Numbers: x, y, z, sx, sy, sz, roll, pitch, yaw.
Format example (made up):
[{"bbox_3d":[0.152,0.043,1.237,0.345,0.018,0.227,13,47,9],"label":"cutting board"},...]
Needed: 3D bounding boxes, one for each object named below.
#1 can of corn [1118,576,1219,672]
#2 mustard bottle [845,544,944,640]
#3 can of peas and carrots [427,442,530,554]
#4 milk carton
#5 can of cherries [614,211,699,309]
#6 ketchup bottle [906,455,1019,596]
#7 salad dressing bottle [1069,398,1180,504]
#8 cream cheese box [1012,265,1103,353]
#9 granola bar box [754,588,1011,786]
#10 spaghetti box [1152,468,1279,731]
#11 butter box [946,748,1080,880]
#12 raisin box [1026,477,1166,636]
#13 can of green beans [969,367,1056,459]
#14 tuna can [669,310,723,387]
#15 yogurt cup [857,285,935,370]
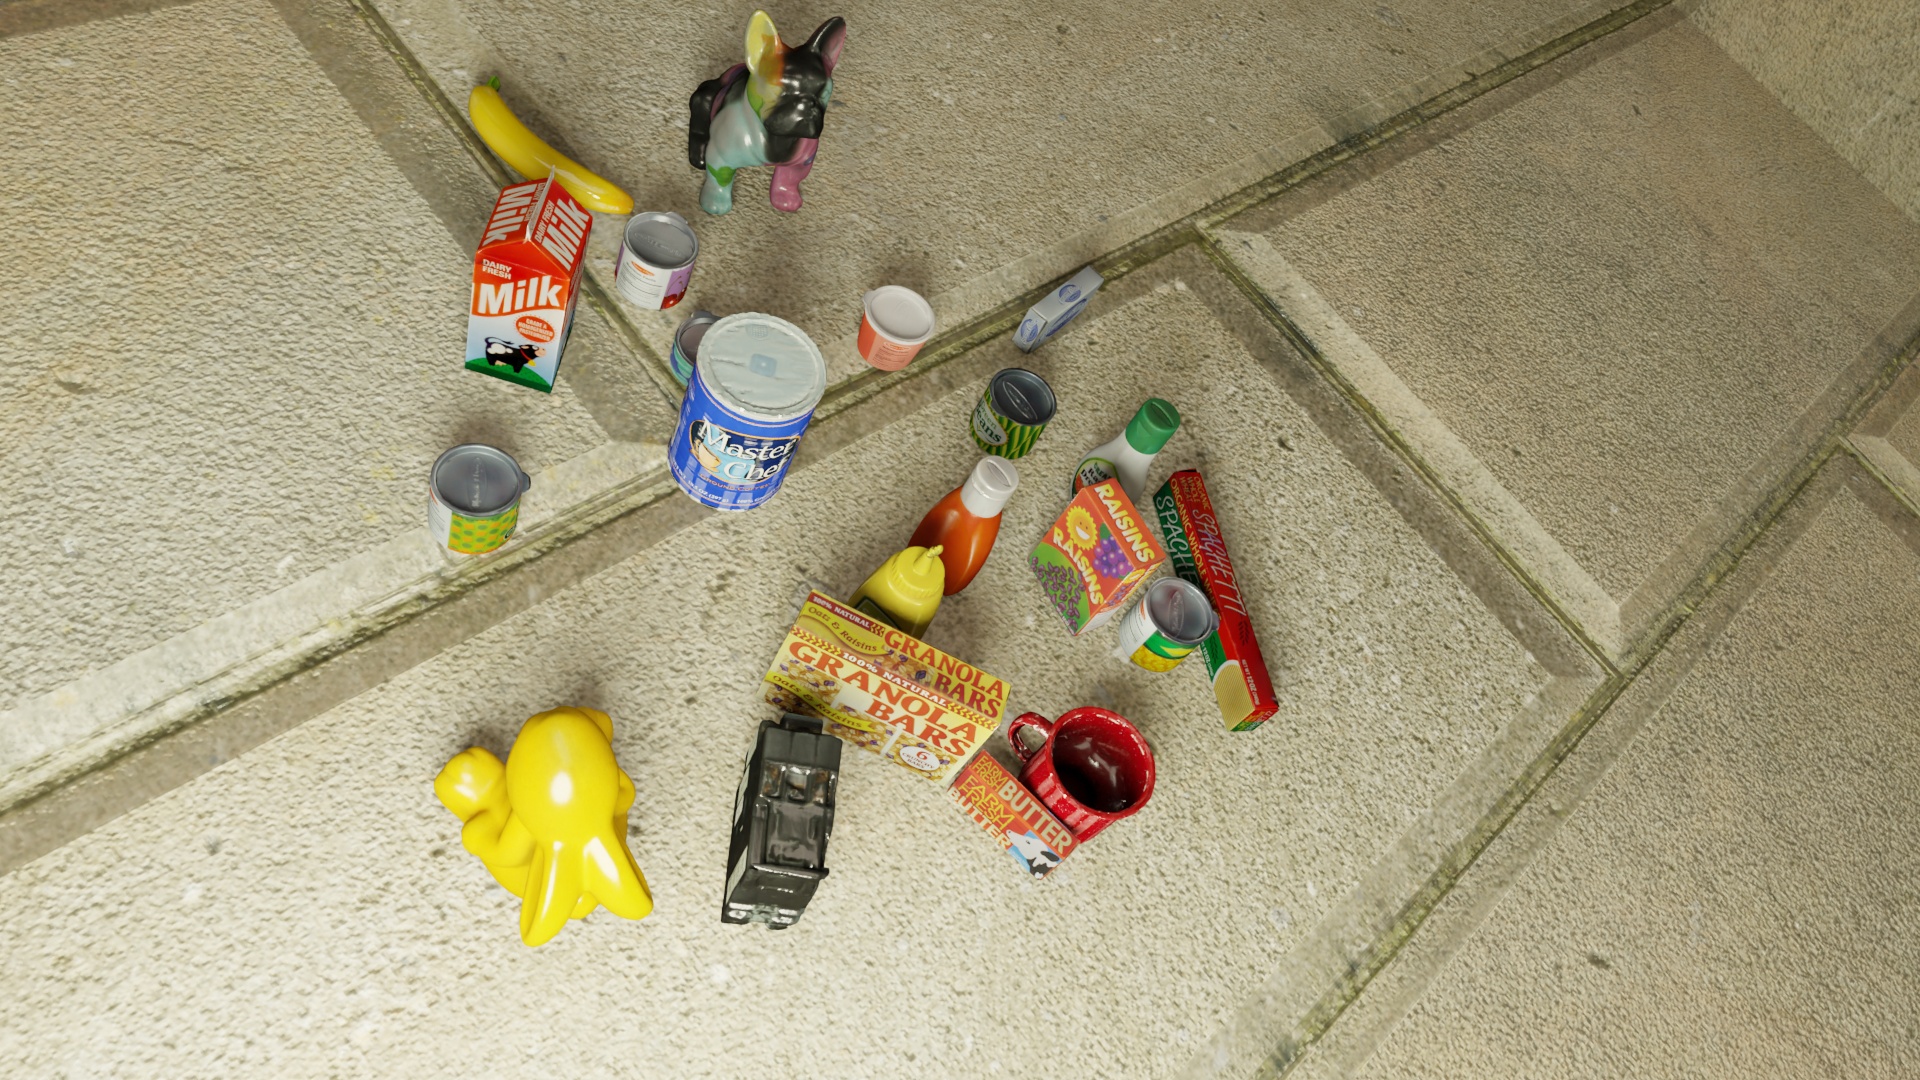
[{"bbox_3d":[0.183,0.076,1.222,0.071,0.058,0.071,11,55,-17],"label":"can of corn"},{"bbox_3d":[-0.048,0.044,1.077,0.065,0.159,0.049,42,52,6],"label":"mustard bottle"},{"bbox_3d":[-0.365,-0.031,1.053,0.071,0.058,0.071,11,55,-17],"label":"can of peas and carrots"},{"bbox_3d":[-0.340,-0.206,1.096,0.073,0.189,0.073,16,54,-14],"label":"milk carton"},{"bbox_3d":[-0.270,-0.250,1.239,0.071,0.058,0.072,11,55,-17],"label":"can of cherries"},{"bbox_3d":[0.004,-0.014,1.146,0.044,0.148,0.065,-30,74,-35],"label":"ketchup bottle"},{"bbox_3d":[0.148,-0.072,1.247,0.044,0.147,0.064,-29,74,-35],"label":"salad dressing bottle"},{"bbox_3d":[0.098,-0.231,1.390,0.024,0.053,0.104,43,52,7],"label":"cream cheese box"},{"bbox_3d":[-0.060,0.113,1.049,0.165,0.123,0.039,26,52,-6],"label":"granola bar box"},{"bbox_3d":[0.229,0.050,1.264,0.029,0.050,0.251,0,59,-24],"label":"spaghetti box"},{"bbox_3d":[0.039,0.212,1.073,0.103,0.052,0.024,43,52,7],"label":"butter box"},{"bbox_3d":[0.115,0.015,1.191,0.040,0.122,0.086,-18,67,-32],"label":"raisin box"},{"bbox_3d":[0.048,-0.117,1.290,0.071,0.057,0.071,11,55,-17],"label":"can of green beans"},{"bbox_3d":[-0.221,-0.165,1.220,0.071,0.032,0.071,11,55,-17],"label":"tuna can"},{"bbox_3d":[-0.063,-0.195,1.296,0.072,0.053,0.073,11,55,-17],"label":"yogurt cup"}]
